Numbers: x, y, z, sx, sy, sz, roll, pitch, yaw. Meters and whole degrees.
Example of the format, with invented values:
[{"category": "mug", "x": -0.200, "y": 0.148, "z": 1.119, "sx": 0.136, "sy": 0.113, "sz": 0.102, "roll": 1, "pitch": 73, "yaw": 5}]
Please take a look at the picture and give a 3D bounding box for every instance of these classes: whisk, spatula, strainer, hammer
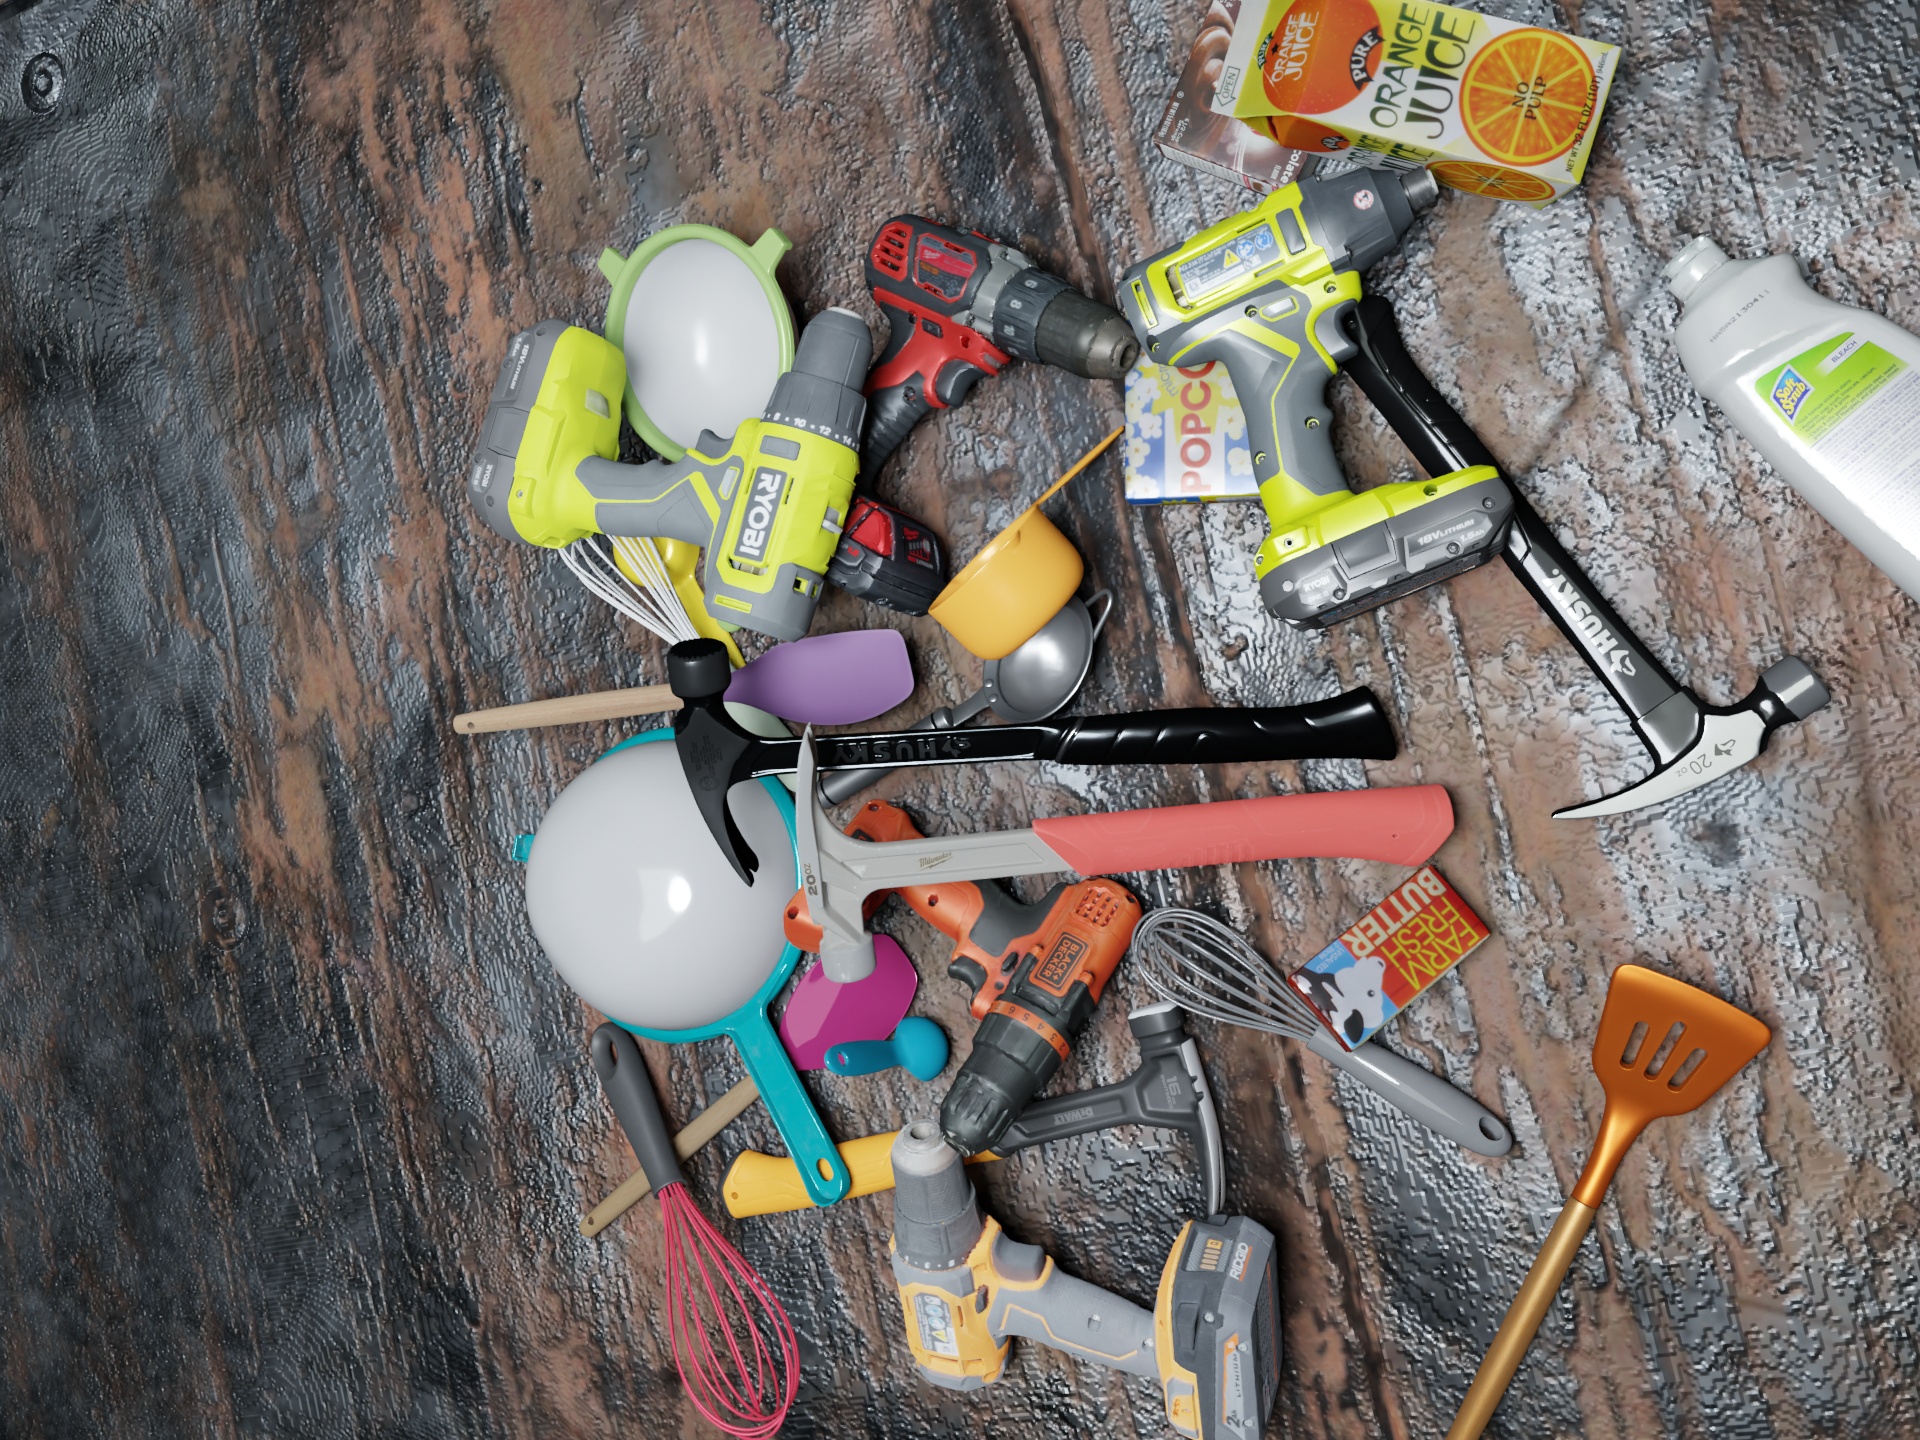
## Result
[{"category": "whisk", "x": 0.203, "y": 0.180, "z": 0.908, "sx": 0.239, "sy": 0.055, "sz": 0.055, "roll": 30, "pitch": 101, "yaw": 14}, {"category": "whisk", "x": -0.176, "y": -0.049, "z": 1.036, "sx": 0.246, "sy": 0.058, "sz": 0.059, "roll": 50, "pitch": 146, "yaw": 0}, {"category": "spatula", "x": -0.182, "y": -0.013, "z": 1.015, "sx": 0.316, "sy": 0.018, "sz": 0.059, "roll": -6, "pitch": 110, "yaw": 15}, {"category": "strainer", "x": -0.147, "y": -0.189, "z": 1.033, "sx": 0.151, "sy": 0.069, "sz": 0.256, "roll": 4, "pitch": 107, "yaw": 31}, {"category": "hammer", "x": 0.090, "y": 0.059, "z": 0.883, "sx": 0.359, "sy": 0.037, "sz": 0.149, "roll": -6, "pitch": 109, "yaw": 0}, {"category": "hammer", "x": 0.300, "y": -0.099, "z": 0.871, "sx": 0.146, "sy": 0.035, "sz": 0.335, "roll": -39, "pitch": 77, "yaw": 17}, {"category": "strainer", "x": -0.176, "y": 0.159, "z": 1.012, "sx": 0.211, "sy": 0.095, "sz": 0.341, "roll": -37, "pitch": 72, "yaw": 17}, {"category": "spatula", "x": 0.328, "y": 0.284, "z": 0.864, "sx": 0.081, "sy": 0.041, "sz": 0.322, "roll": 25, "pitch": 101, "yaw": 18}, {"category": "whisk", "x": -0.179, "y": 0.319, "z": 1.025, "sx": 0.073, "sy": 0.073, "sz": 0.296, "roll": -42, "pitch": 58, "yaw": 17}, {"category": "hammer", "x": 0.042, "y": 0.017, "z": 0.911, "sx": 0.409, "sy": 0.036, "sz": 0.149, "roll": -3, "pitch": 113, "yaw": 4}, {"category": "strainer", "x": -0.002, "y": -0.003, "z": 0.984, "sx": 0.258, "sy": 0.050, "sz": 0.087, "roll": -31, "pitch": 50, "yaw": 22}, {"category": "hammer", "x": -0.003, "y": 0.273, "z": 0.996, "sx": 0.337, "sy": 0.034, "sz": 0.127, "roll": -18, "pitch": 83, "yaw": 21}]

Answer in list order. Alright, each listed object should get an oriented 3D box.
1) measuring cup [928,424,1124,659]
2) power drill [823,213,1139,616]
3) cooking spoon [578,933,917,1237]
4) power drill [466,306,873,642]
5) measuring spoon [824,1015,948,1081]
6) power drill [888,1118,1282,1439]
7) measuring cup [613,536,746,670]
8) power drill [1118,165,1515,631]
[{"category": "measuring cup", "x": 0.057, "y": -0.104, "z": 0.934, "sx": 0.052, "sy": 0.095, "sz": 0.174, "roll": 47, "pitch": 68, "yaw": -7}, {"category": "power drill", "x": -0.011, "y": -0.178, "z": 0.957, "sx": 0.188, "sy": 0.080, "sz": 0.226, "roll": 31, "pitch": 99, "yaw": 29}, {"category": "cooking spoon", "x": -0.148, "y": 0.252, "z": 1.060, "sx": 0.319, "sy": 0.017, "sz": 0.069, "roll": -42, "pitch": 71, "yaw": 16}, {"category": "power drill", "x": -0.164, "y": -0.164, "z": 0.944, "sx": 0.228, "sy": 0.080, "sz": 0.190, "roll": 16, "pitch": 90, "yaw": 21}, {"category": "measuring spoon", "x": -0.040, "y": 0.198, "z": 0.957, "sx": 0.021, "sy": 0.128, "sz": 0.042, "roll": -29, "pitch": 71, "yaw": 22}, {"category": "power drill", "x": 0.064, "y": 0.319, "z": 0.919, "sx": 0.226, "sy": 0.084, "sz": 0.185, "roll": 3, "pitch": 118, "yaw": 22}, {"category": "measuring cup", "x": -0.182, "y": -0.076, "z": 1.060, "sx": 0.062, "sy": 0.029, "sz": 0.157, "roll": -35, "pitch": 77, "yaw": 18}, {"category": "power drill", "x": 0.201, "y": -0.175, "z": 0.849, "sx": 0.171, "sy": 0.080, "sz": 0.223, "roll": -22, "pitch": 81, "yaw": 18}]
